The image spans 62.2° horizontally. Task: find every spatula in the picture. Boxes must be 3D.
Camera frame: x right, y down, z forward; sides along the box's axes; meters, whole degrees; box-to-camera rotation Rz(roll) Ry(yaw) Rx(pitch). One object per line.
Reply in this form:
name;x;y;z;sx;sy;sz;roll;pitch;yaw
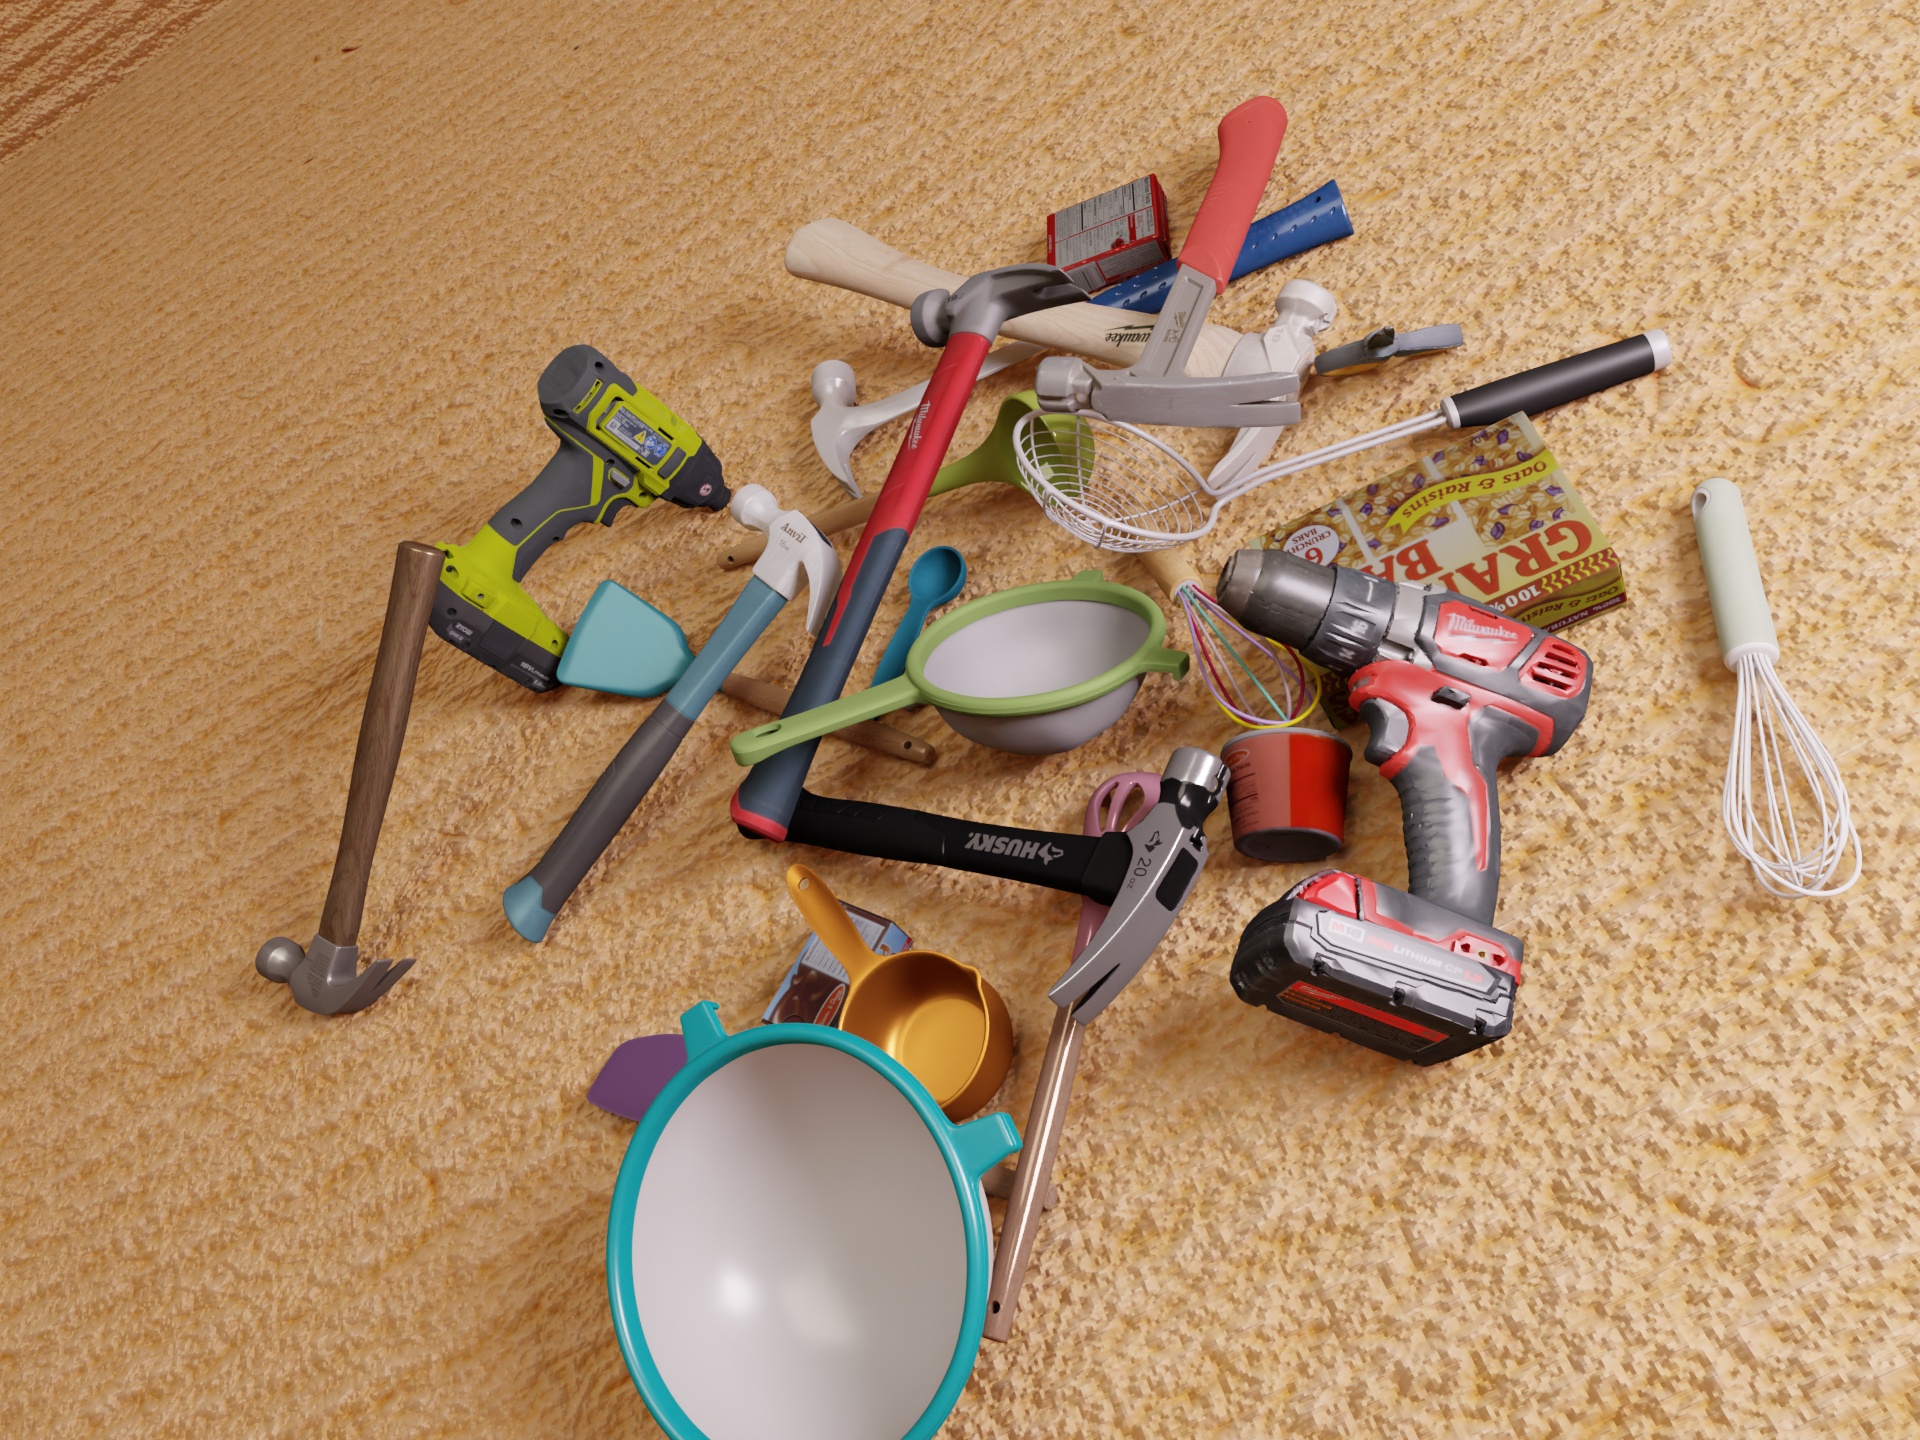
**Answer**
spatula;-0.145;-0.021;1.065;0.318;0.044;0.082;18;79;37
spatula;-0.084;0.221;0.875;0.316;0.018;0.060;6;50;34

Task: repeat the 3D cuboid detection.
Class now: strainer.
strainer;-0.078;0.316;0.767;0.211;0.095;0.340;13;87;31
strainer;-0.001;-0.003;0.912;0.256;0.069;0.152;-19;29;-8

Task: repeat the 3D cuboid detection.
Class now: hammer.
hammer;0.075;-0.270;1.115;0.405;0.035;0.144;-20;50;17
hammer;-0.039;-0.106;0.969;0.143;0.038;0.386;5;68;50
hammer;0.038;-0.268;1.081;0.411;0.038;0.146;23;81;30
hammer;0.167;-0.296;0.993;0.149;0.036;0.359;6;46;20
hammer;-0.014;0.072;0.891;0.335;0.035;0.146;5;60;44
hammer;-0.194;0.003;1.050;0.128;0.033;0.331;37;91;34
hammer;-0.401;0.042;1.086;0.130;0.031;0.331;18;97;32

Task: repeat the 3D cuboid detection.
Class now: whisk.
whisk;0.141;-0.063;0.910;0.047;0.051;0.245;-48;33;16
whisk;0.380;-0.023;0.758;0.059;0.057;0.247;10;55;-3

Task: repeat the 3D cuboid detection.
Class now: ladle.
ladle;-0.050;-0.147;1.078;0.320;0.078;0.062;-15;18;32

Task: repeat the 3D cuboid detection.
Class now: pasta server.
pasta server;0.060;0.157;0.816;0.060;0.040;0.316;0;58;31

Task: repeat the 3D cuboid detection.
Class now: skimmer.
skimmer;0.214;-0.179;0.903;0.363;0.090;0.127;-17;39;10

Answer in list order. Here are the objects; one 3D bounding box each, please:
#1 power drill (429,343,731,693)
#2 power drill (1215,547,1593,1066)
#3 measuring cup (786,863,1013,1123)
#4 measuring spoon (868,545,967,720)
power drill;-0.280;-0.138;1.157;0.223;0.171;0.080;-50;47;2
power drill;0.193;0.029;0.756;0.188;0.080;0.227;21;65;-1
measuring cup;-0.039;0.144;0.864;0.095;0.052;0.174;-44;55;3
measuring spoon;-0.030;-0.054;1.042;0.042;0.021;0.129;17;77;37
